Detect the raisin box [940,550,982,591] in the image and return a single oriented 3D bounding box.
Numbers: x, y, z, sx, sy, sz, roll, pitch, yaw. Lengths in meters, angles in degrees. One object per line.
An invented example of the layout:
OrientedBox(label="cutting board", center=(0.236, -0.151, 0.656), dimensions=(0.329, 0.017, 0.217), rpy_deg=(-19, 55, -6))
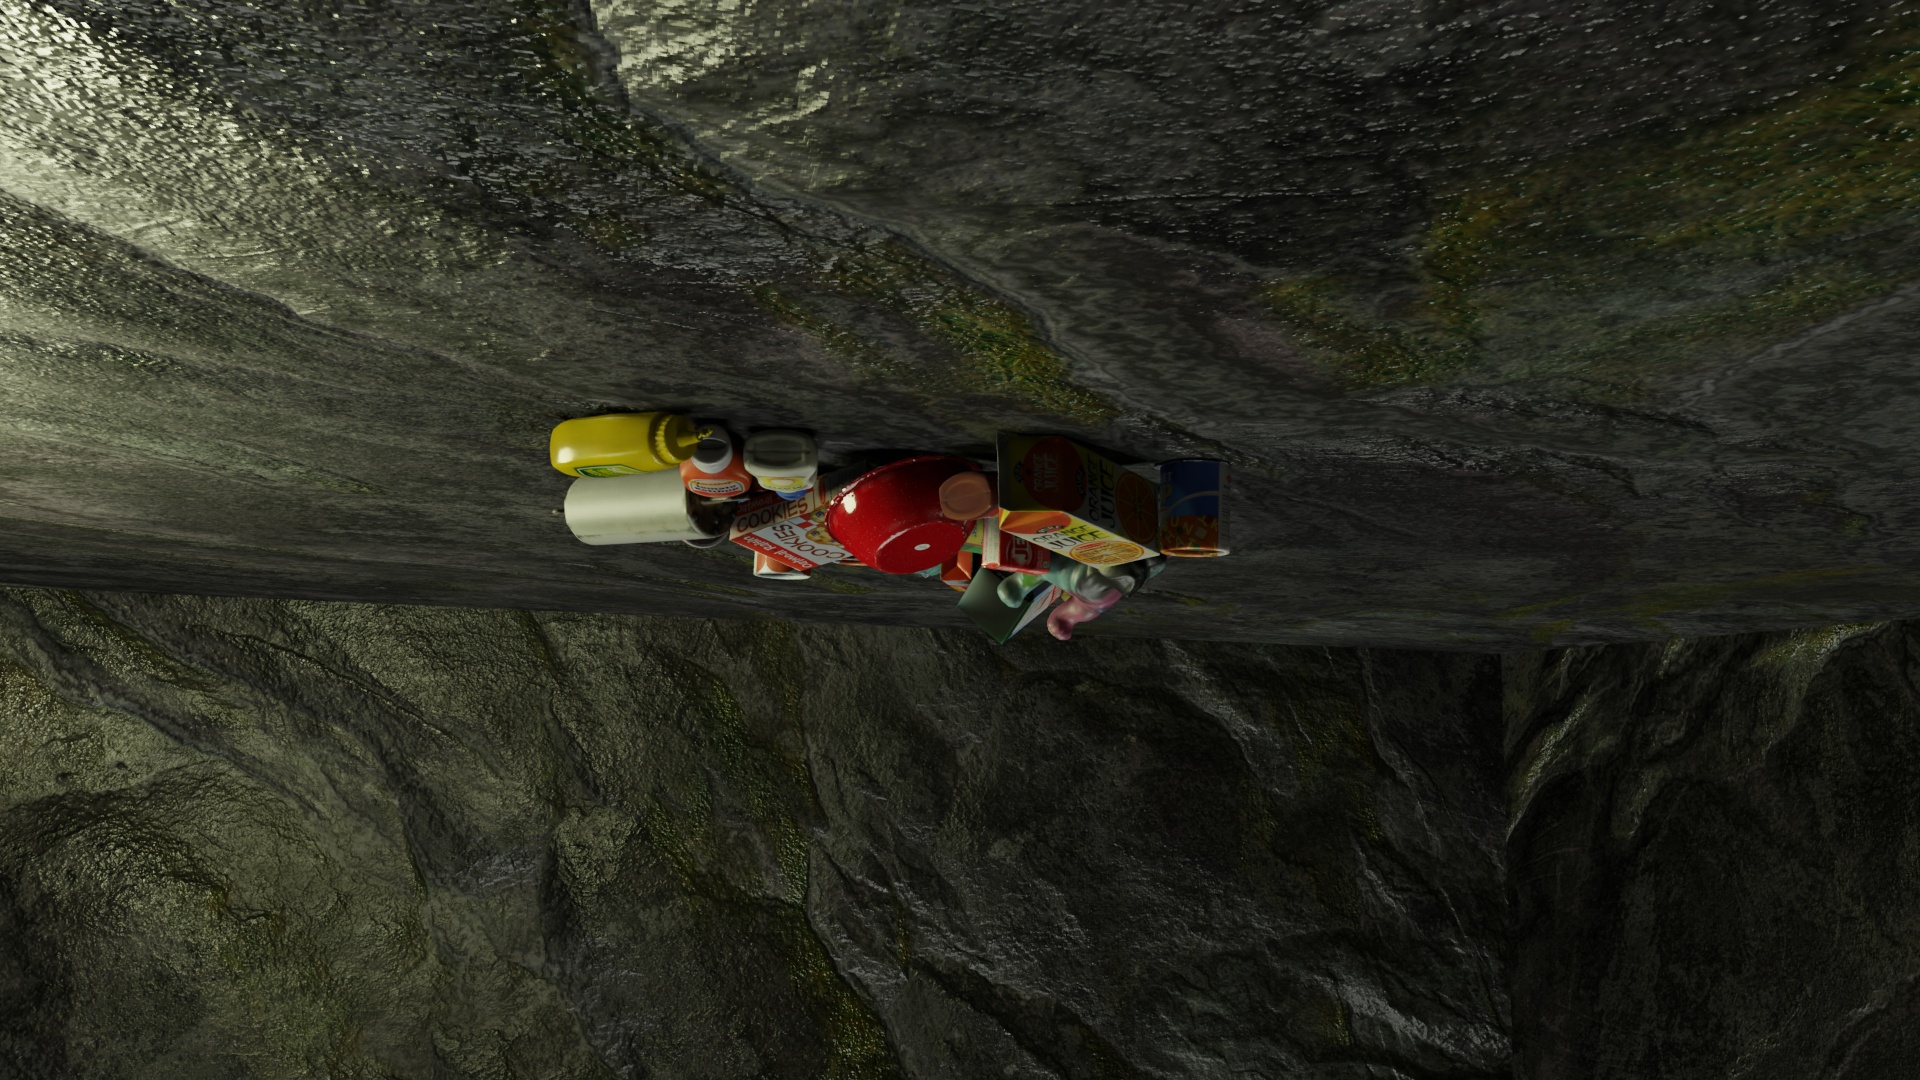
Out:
OrientedBox(label="raisin box", center=(0.005, 0.013, 1.643), dimensions=(0.040, 0.086, 0.123), rpy_deg=(-1, 172, 9))

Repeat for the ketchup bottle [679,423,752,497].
OrientedBox(label="ketchup bottle", center=(-0.219, -0.071, 1.237), dimensions=(0.065, 0.043, 0.148), rpy_deg=(0, 172, -7))

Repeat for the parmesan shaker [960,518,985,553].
OrientedBox(label="parmesan shaker", center=(0.005, -0.018, 1.466), dimensions=(0.071, 0.071, 0.103), rpy_deg=(-7, 168, 45))

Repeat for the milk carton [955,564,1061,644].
OrientedBox(label="milk carton", center=(0.082, 0.040, 1.638), dimensions=(0.072, 0.073, 0.191), rpy_deg=(40, -145, 13))

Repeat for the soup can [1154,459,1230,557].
OrientedBox(label="soup can", center=(0.216, -0.029, 1.299), dimensions=(0.071, 0.084, 0.071), rpy_deg=(2, 172, 0))

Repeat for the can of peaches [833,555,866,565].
OrientedBox(label="can of peaches", center=(-0.119, -0.002, 1.665), dimensions=(0.071, 0.058, 0.071), rpy_deg=(2, 172, 0))

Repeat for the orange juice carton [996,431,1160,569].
OrientedBox(label="orange juice carton", center=(0.095, -0.036, 1.239), dimensions=(0.073, 0.072, 0.192), rpy_deg=(-16, 155, 39))

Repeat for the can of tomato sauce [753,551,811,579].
OrientedBox(label="can of tomato sauce", center=(-0.202, 0.000, 1.603), dimensions=(0.071, 0.083, 0.071), rpy_deg=(2, 172, 0))

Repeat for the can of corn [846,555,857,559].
OrientedBox(label="can of corn", center=(-0.115, -0.011, 1.595), dimensions=(0.071, 0.058, 0.071), rpy_deg=(2, 172, 0))

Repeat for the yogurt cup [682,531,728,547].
OrientedBox(label="yogurt cup", center=(-0.288, -0.027, 1.504), dimensions=(0.072, 0.072, 0.054), rpy_deg=(7, 178, -34))

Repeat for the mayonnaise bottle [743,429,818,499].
OrientedBox(label="mayonnaise bottle", center=(-0.159, -0.067, 1.263), dimensions=(0.065, 0.041, 0.148), rpy_deg=(0, 172, -2))

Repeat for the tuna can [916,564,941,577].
OrientedBox(label="tuna can", center=(-0.045, 0.011, 1.693), dimensions=(0.033, 0.071, 0.071), rpy_deg=(10, 168, -37))

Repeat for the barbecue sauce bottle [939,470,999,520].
OrientedBox(label="barbecue sauce bottle", center=(0.048, -0.045, 1.300), dimensions=(0.064, 0.043, 0.149), rpy_deg=(-11, 177, 37))

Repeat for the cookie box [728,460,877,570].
OrientedBox(label="cookie box", center=(-0.132, -0.022, 1.403), dimensions=(0.167, 0.040, 0.123), rpy_deg=(-17, 156, 25))

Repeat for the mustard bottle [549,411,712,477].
OrientedBox(label="mustard bottle", center=(-0.269, -0.081, 1.156), dimensions=(0.160, 0.049, 0.065), rpy_deg=(-3, 172, 33))

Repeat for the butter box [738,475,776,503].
OrientedBox(label="butter box", center=(-0.202, -0.054, 1.427), dimensions=(0.053, 0.024, 0.103), rpy_deg=(6, 171, -32))
